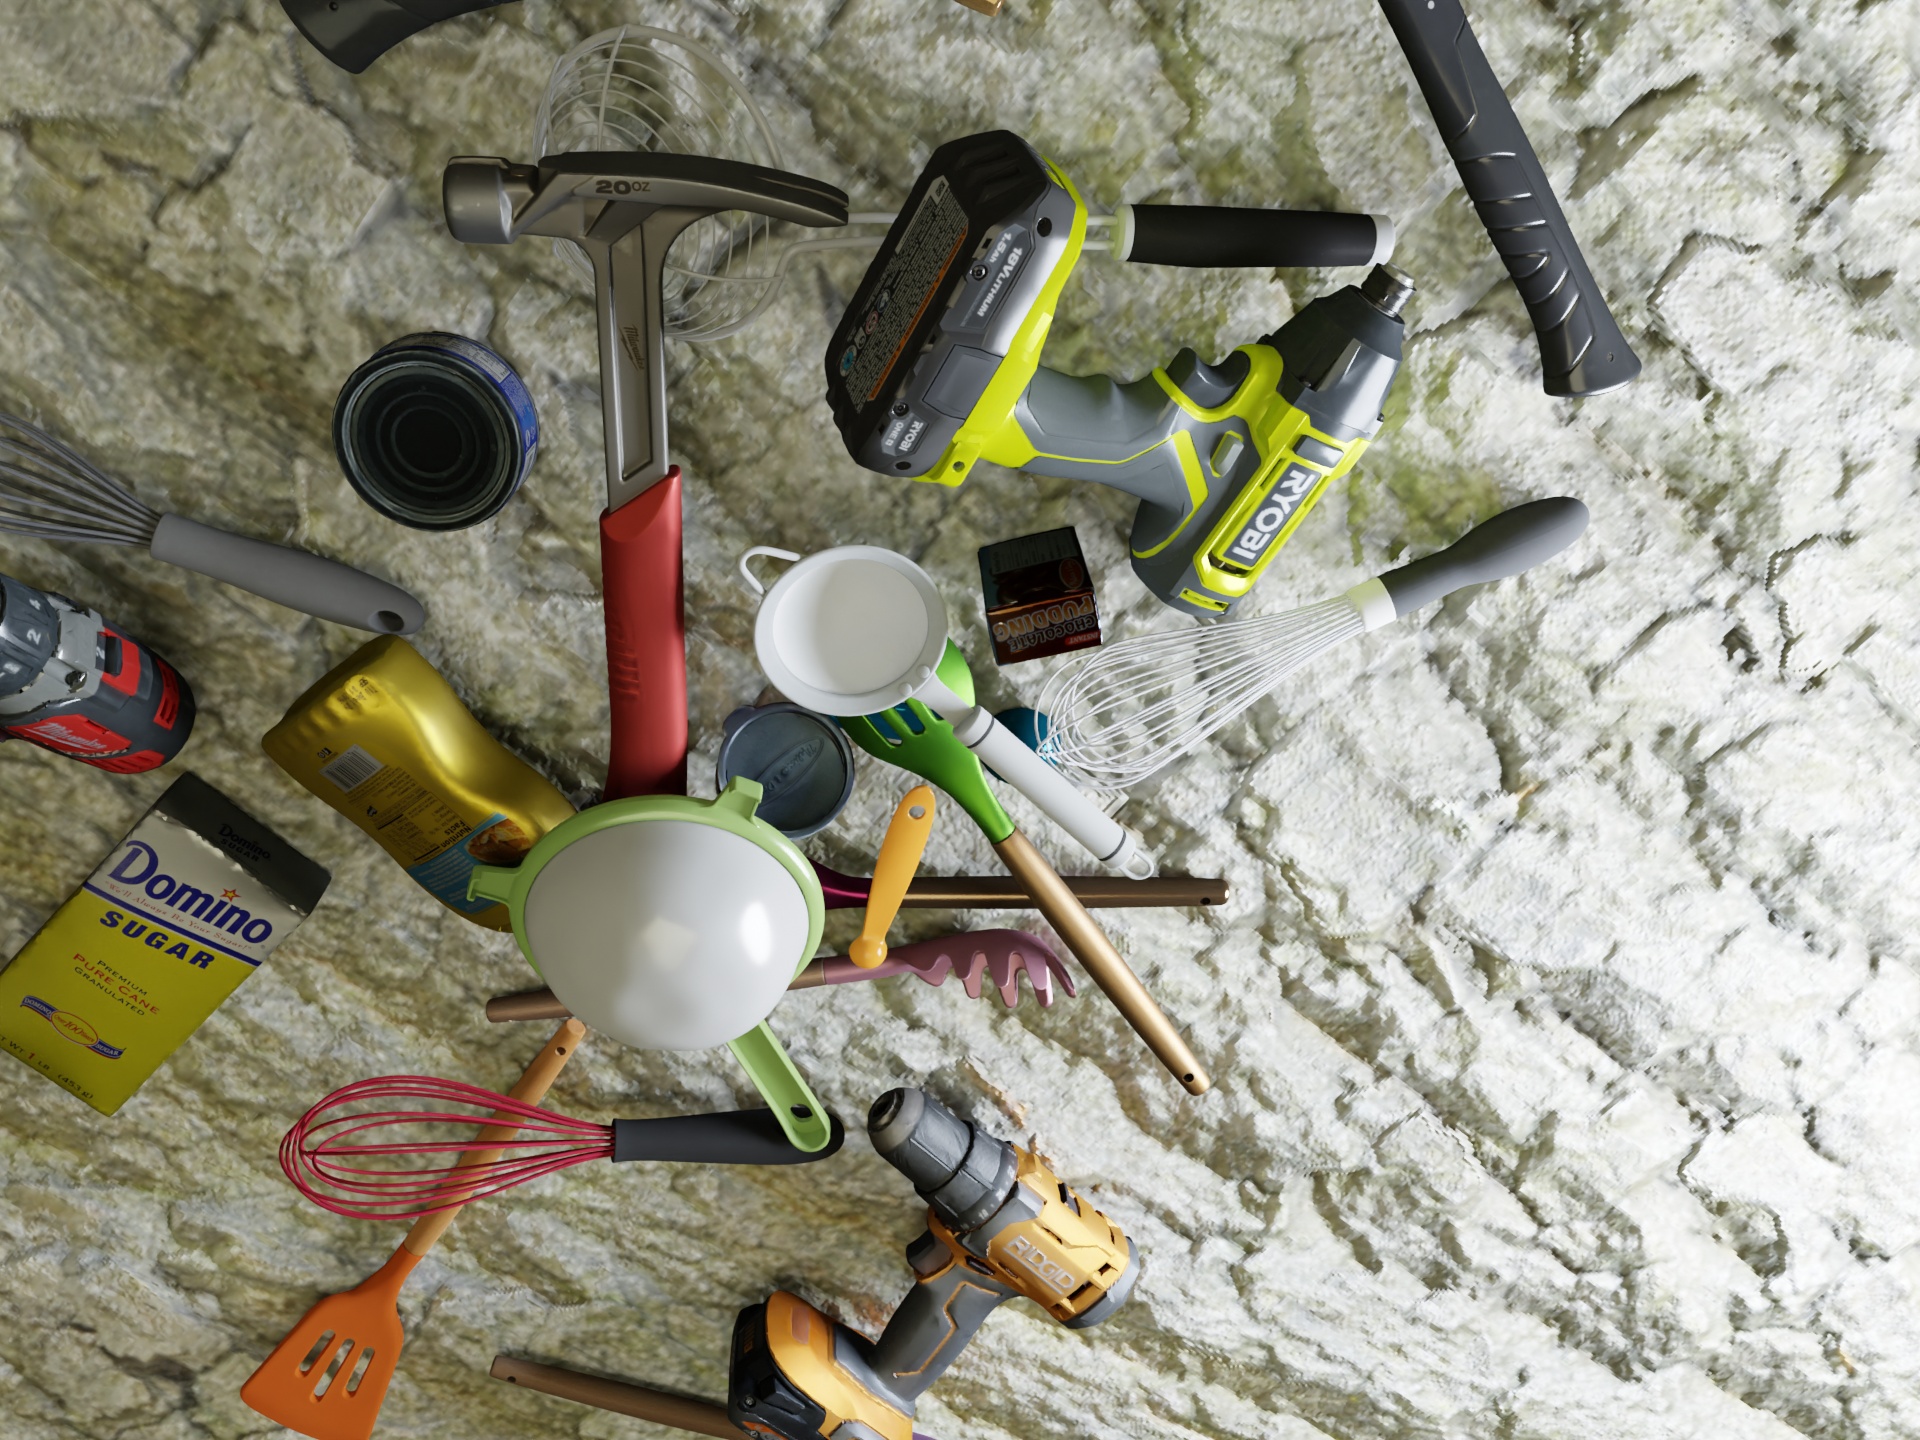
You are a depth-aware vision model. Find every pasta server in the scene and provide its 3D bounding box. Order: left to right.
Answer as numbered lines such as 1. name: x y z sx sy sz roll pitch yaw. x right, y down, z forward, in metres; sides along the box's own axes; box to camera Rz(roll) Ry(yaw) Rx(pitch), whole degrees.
1. pasta server: -0.098 0.144 0.847 0.316 0.040 0.060 -7 159 4

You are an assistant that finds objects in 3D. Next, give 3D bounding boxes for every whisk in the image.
1. whisk: -0.364 -0.088 0.728 0.239 0.055 0.055 20 113 -15
2. whisk: -0.206 0.225 0.853 0.295 0.073 0.073 3 116 -18
3. whisk: 0.166 -0.042 0.760 0.284 0.070 0.070 -24 114 5

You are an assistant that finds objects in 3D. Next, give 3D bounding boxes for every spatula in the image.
1. spatula: -0.302 0.291 0.908 0.081 0.041 0.322 32 109 -15
2. spatula: -0.138 0.441 0.996 0.315 0.018 0.059 19 112 -12

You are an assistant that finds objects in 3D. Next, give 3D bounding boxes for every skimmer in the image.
1. skimmer: 0.004 -0.222 0.682 0.363 0.090 0.127 -2 128 -12

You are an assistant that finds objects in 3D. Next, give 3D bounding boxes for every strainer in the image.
1. strainer: -0.121 0.151 0.780 0.151 0.069 0.256 -19 126 9
2. strainer: -0.001 -0.002 0.733 0.258 0.050 0.087 41 109 -20

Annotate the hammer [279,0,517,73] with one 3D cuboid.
1. hammer: -0.074 -0.334 0.625 0.409 0.036 0.149 -13 114 5

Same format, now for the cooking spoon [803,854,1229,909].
1. cooking spoon: -0.016 0.088 0.817 0.319 0.017 0.068 1 131 -9

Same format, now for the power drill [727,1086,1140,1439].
1. power drill: -0.037 0.323 0.912 0.226 0.084 0.185 -43 109 12

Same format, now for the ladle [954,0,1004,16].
1. ladle: -0.123 -0.343 0.590 0.315 0.031 0.069 28 101 -4

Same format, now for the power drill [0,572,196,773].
1. power drill: -0.483 -0.015 0.692 0.226 0.080 0.187 -10 160 4

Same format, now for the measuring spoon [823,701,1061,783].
1. measuring spoon: -0.012 0.008 0.794 0.128 0.021 0.042 11 114 -8

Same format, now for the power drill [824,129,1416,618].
1. power drill: 0.073 -0.144 0.661 0.223 0.080 0.171 15 124 -31

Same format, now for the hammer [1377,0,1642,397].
1. hammer: 0.203 -0.268 0.647 0.146 0.035 0.334 -45 118 -10

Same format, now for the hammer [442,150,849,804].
1. hammer: -0.130 -0.067 0.700 0.149 0.037 0.358 3 129 -4

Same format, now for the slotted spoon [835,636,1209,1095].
1. slotted spoon: 0.038 0.075 0.797 0.070 0.031 0.313 -33 107 14

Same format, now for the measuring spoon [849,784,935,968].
1. measuring spoon: -0.033 0.081 0.790 0.021 0.011 0.116 10 121 -15
